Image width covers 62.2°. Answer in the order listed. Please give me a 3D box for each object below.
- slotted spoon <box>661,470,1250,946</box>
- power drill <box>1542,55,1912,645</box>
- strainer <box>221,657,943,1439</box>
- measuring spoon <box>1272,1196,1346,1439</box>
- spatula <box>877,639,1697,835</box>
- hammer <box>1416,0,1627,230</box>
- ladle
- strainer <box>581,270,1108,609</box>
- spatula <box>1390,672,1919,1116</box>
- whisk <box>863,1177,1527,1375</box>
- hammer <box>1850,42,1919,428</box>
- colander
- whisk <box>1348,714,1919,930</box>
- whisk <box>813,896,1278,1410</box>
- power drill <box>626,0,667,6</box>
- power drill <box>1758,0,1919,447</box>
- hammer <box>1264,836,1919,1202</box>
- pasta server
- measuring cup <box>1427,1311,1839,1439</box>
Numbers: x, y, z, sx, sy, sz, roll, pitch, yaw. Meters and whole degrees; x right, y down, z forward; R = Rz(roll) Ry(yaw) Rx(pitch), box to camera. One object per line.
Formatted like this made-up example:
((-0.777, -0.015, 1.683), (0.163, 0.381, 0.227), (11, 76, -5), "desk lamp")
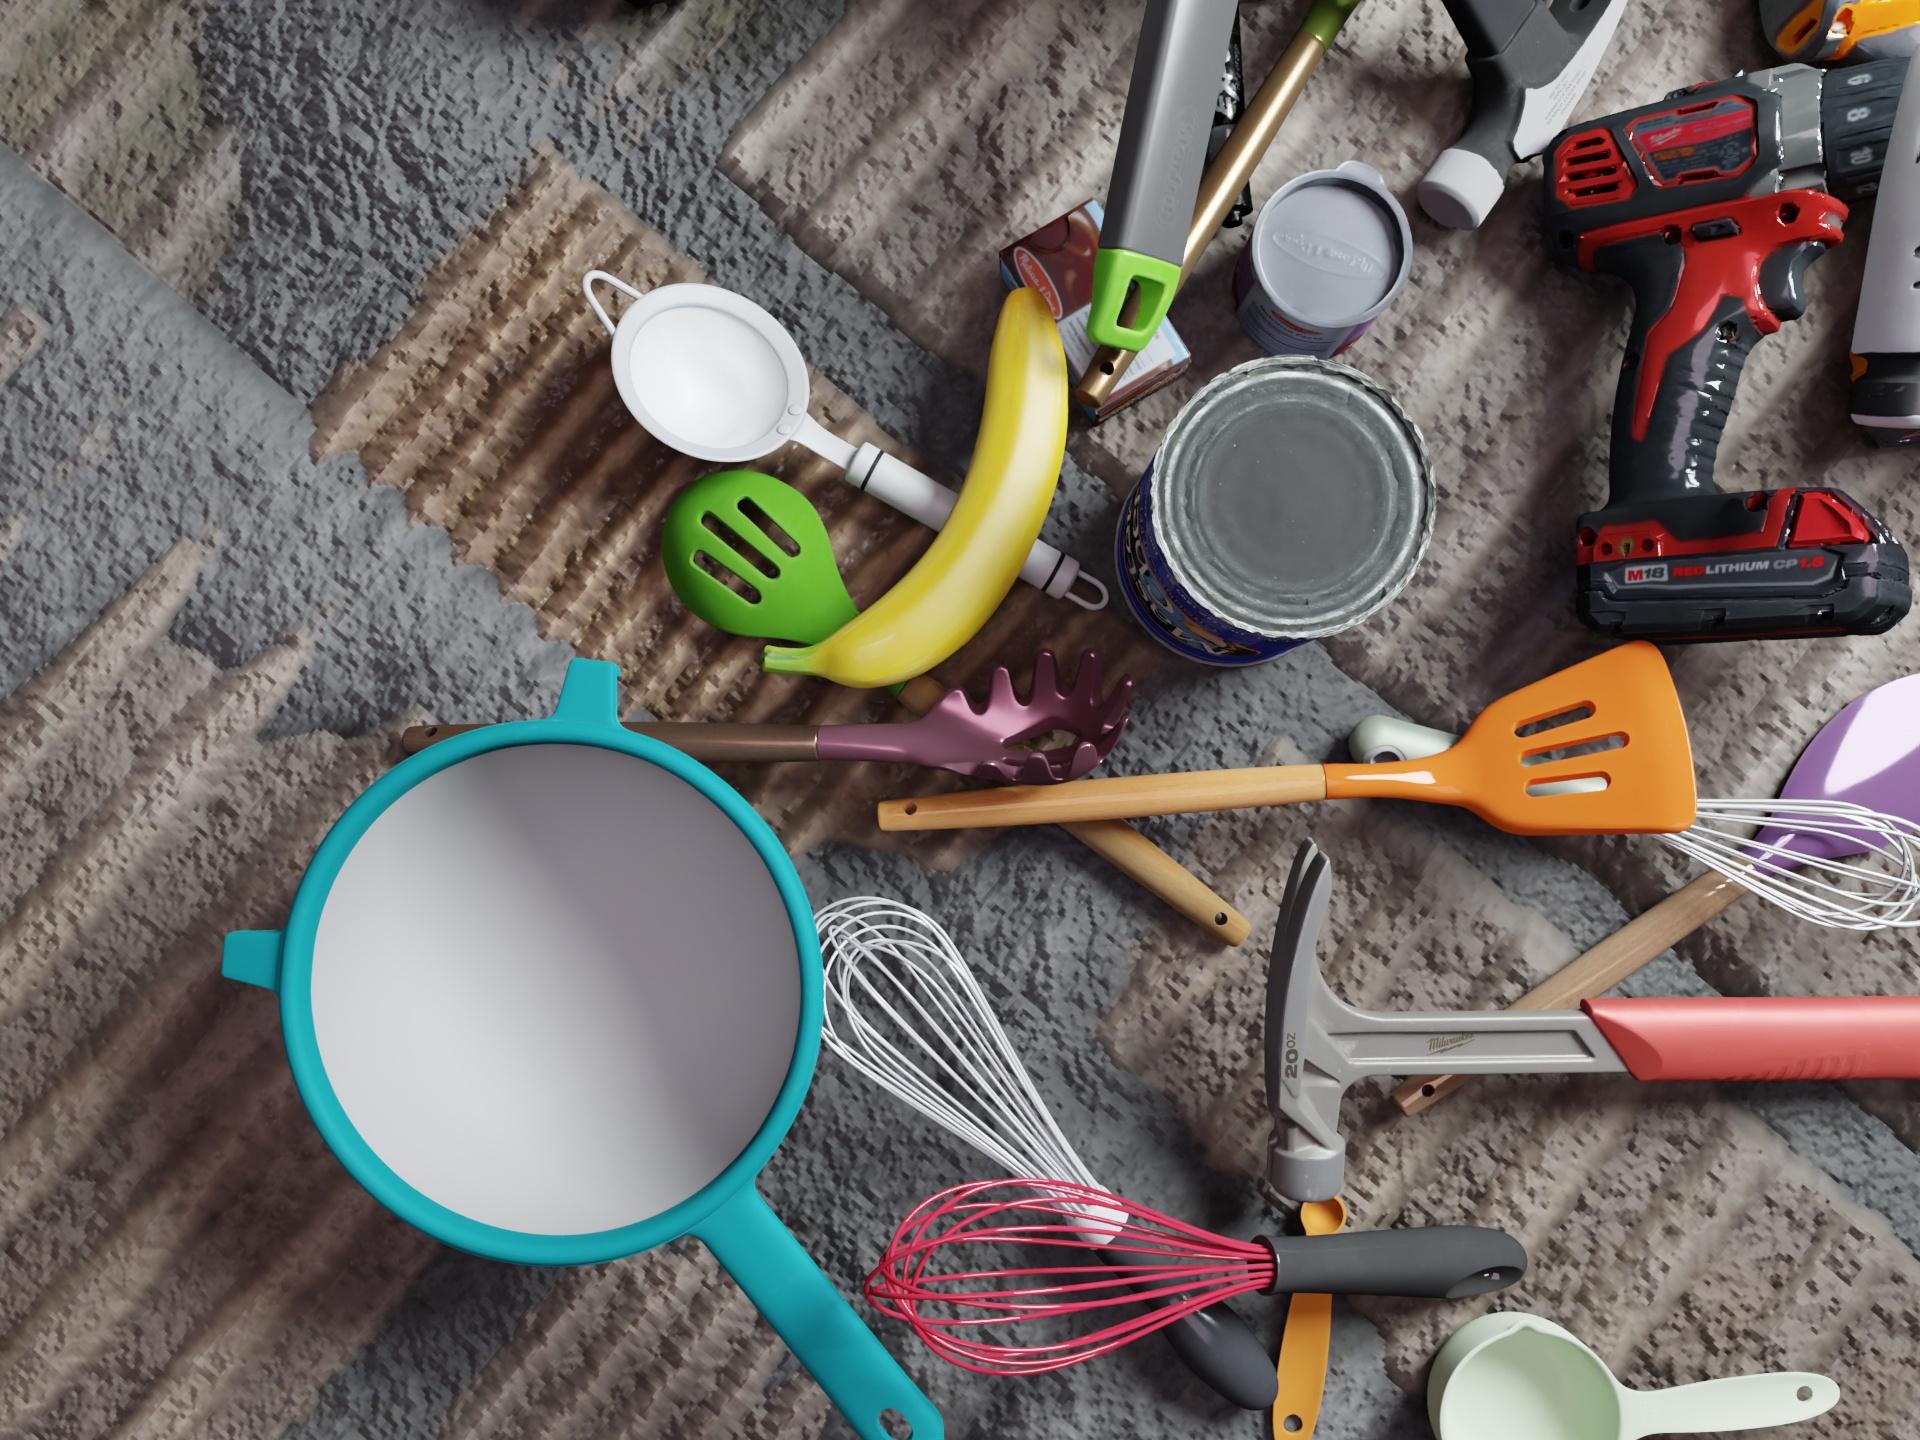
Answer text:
((-0.001, -0.002, 0.689), (0.314, 0.031, 0.070), (38, 88, 0), "slotted spoon")
((0.331, -0.148, 0.629), (0.188, 0.080, 0.227), (-2, 87, 37), "power drill")
((-0.117, 0.154, 0.652), (0.211, 0.095, 0.340), (-38, 91, 2), "strainer")
((0.149, 0.260, 0.686), (0.021, 0.011, 0.117), (8, 91, 0), "measuring spoon")
((0.125, 0.024, 0.651), (0.322, 0.041, 0.081), (-5, 69, 5), "spatula")
((0.156, -0.350, 0.596), (0.334, 0.035, 0.146), (37, 88, -38), "hammer")
((0.137, -0.269, 0.667), (0.078, 0.062, 0.320), (32, 83, -1), "ladle")
((-0.050, -0.112, 0.686), (0.258, 0.050, 0.087), (29, 60, -4), "strainer")
((0.317, 0.076, 0.686), (0.316, 0.018, 0.060), (-34, 83, -2), "spatula")
((0.103, 0.216, 0.629), (0.295, 0.073, 0.073), (6, 88, -21), "whisk")
((0.465, -0.165, 0.588), (0.336, 0.034, 0.127), (-2, 102, -23), "hammer")
((0.081, -0.350, 0.628), (0.204, 0.095, 0.397), (3, 103, -38), "colander")
((0.286, 0.038, 0.667), (0.246, 0.057, 0.059), (15, 46, 10), "whisk")
((0.035, 0.186, 0.668), (0.070, 0.070, 0.284), (-42, 93, -1), "whisk")
((-0.054, -0.411, 0.681), (0.228, 0.080, 0.190), (-13, 89, -3), "power drill")
((0.444, -0.241, 0.668), (0.164, 0.084, 0.226), (-9, 84, -2), "power drill")
((0.304, 0.122, 0.654), (0.359, 0.037, 0.149), (0, 104, -5), "hammer")
((-0.086, 0.004, 0.666), (0.316, 0.040, 0.060), (0, 47, 9), "pasta server")
((0.279, 0.284, 0.670), (0.167, 0.038, 0.083), (-4, 88, -2), "measuring cup")
